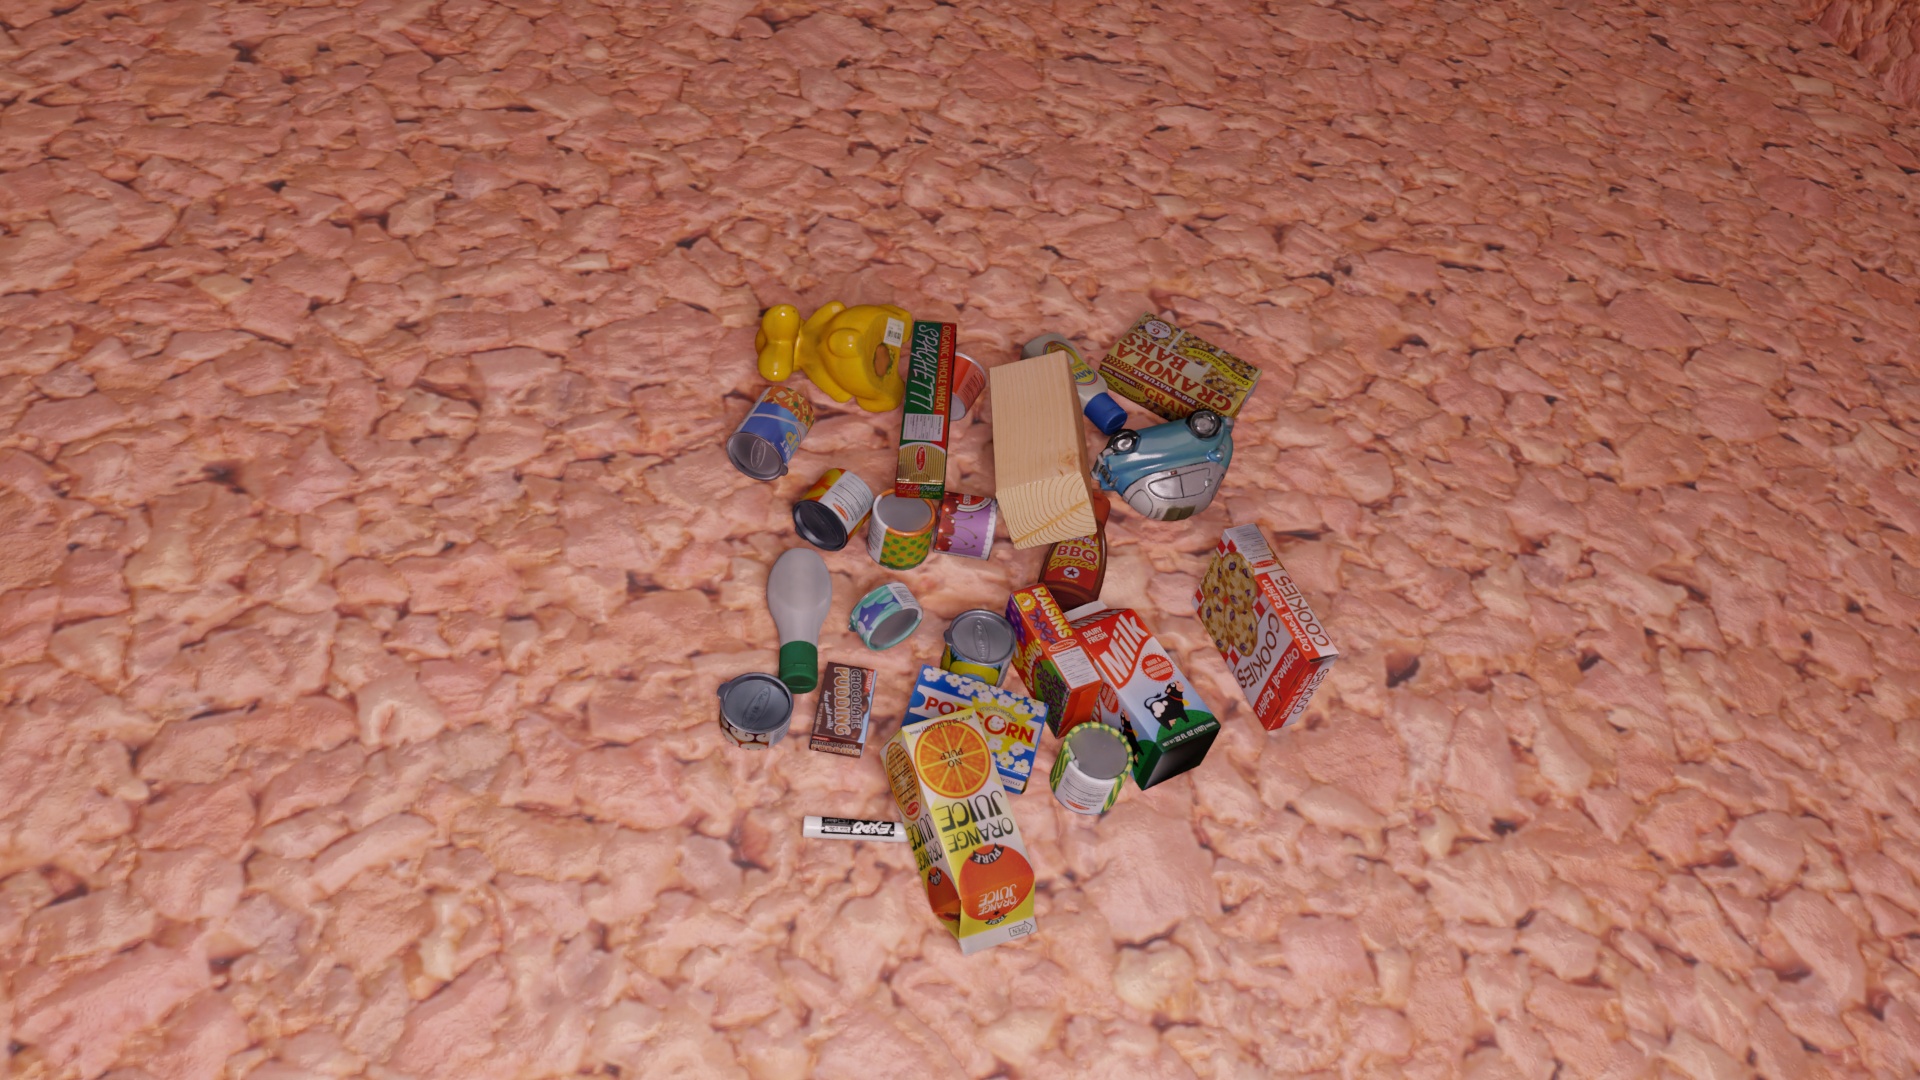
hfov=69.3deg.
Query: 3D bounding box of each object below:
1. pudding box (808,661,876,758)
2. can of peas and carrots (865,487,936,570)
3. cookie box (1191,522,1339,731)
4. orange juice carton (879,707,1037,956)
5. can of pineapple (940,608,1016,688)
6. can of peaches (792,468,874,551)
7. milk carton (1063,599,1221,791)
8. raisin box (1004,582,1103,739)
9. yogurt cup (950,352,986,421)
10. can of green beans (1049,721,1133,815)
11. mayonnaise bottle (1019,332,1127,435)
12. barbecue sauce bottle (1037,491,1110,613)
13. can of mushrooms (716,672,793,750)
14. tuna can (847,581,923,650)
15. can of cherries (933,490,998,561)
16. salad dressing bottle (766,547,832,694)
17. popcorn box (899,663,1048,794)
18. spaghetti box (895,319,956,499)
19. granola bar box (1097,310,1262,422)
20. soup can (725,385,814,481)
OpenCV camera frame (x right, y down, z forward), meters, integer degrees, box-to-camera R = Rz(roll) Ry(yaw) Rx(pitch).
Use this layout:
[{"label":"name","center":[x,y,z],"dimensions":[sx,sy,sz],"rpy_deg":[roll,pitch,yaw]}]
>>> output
[{"label":"pudding box","center":[-0.108,0.157,1.285],"dimensions":[0.050,0.030,0.084],"rpy_deg":[12,48,-4]},{"label":"can of peas and carrots","center":[-0.059,-0.013,1.425],"dimensions":[0.071,0.058,0.071],"rpy_deg":[6,49,-7]},{"label":"cookie box","center":[0.297,0.086,1.376],"dimensions":[0.040,0.122,0.168],"rpy_deg":[-11,53,-20]},{"label":"orange juice carton","center":[0.002,0.249,1.181],"dimensions":[0.072,0.072,0.193],"rpy_deg":[-12,71,-25]},{"label":"can of pineapple","center":[0.015,0.108,1.337],"dimensions":[0.071,0.057,0.071],"rpy_deg":[6,48,-7]},{"label":"can of peaches","center":[-0.131,-0.031,1.422],"dimensions":[0.071,0.070,0.058],"rpy_deg":[28,50,12]},{"label":"milk carton","center":[0.158,0.136,1.335],"dimensions":[0.072,0.073,0.191],"rpy_deg":[-18,55,-25]},{"label":"raisin box","center":[0.084,0.115,1.328],"dimensions":[0.040,0.085,0.124],"rpy_deg":[-17,55,-19]},{"label":"yogurt cup","center":[-0.010,-0.172,1.573],"dimensions":[0.072,0.072,0.054],"rpy_deg":[20,56,5]},{"label":"can of green beans","center":[0.120,0.208,1.273],"dimensions":[0.071,0.057,0.071],"rpy_deg":[7,48,-7]},{"label":"mayonnaise bottle","center":[0.136,-0.183,1.629],"dimensions":[0.065,0.041,0.148],"rpy_deg":[-23,57,-31]},{"label":"barbecue sauce bottle","center":[0.125,0.011,1.456],"dimensions":[0.065,0.043,0.149],"rpy_deg":[13,47,10]},{"label":"can of mushrooms","center":[-0.189,0.155,1.266],"dimensions":[0.071,0.033,0.071],"rpy_deg":[6,49,-7]},{"label":"tuna can","center":[-0.073,0.075,1.342],"dimensions":[0.071,0.070,0.033],"rpy_deg":[-22,58,-28]},{"label":"can of cherries","center":[0.005,-0.018,1.436],"dimensions":[0.058,0.071,0.072],"rpy_deg":[9,48,-4]},{"label":"salad dressing bottle","center":[-0.155,0.077,1.336],"dimensions":[0.064,0.043,0.148],"rpy_deg":[5,50,-11]},{"label":"popcorn box","center":[0.011,0.175,1.291],"dimensions":[0.127,0.038,0.085],"rpy_deg":[18,49,2]},{"label":"spaghetti box","center":[-0.034,-0.144,1.479],"dimensions":[0.050,0.028,0.251],"rpy_deg":[4,49,1]},{"label":"granola bar box","center":[0.264,-0.198,1.673],"dimensions":[0.166,0.038,0.125],"rpy_deg":[30,50,14]},{"label":"soup can","center":[-0.199,-0.113,1.477],"dimensions":[0.071,0.071,0.084],"rpy_deg":[21,48,6]}]
